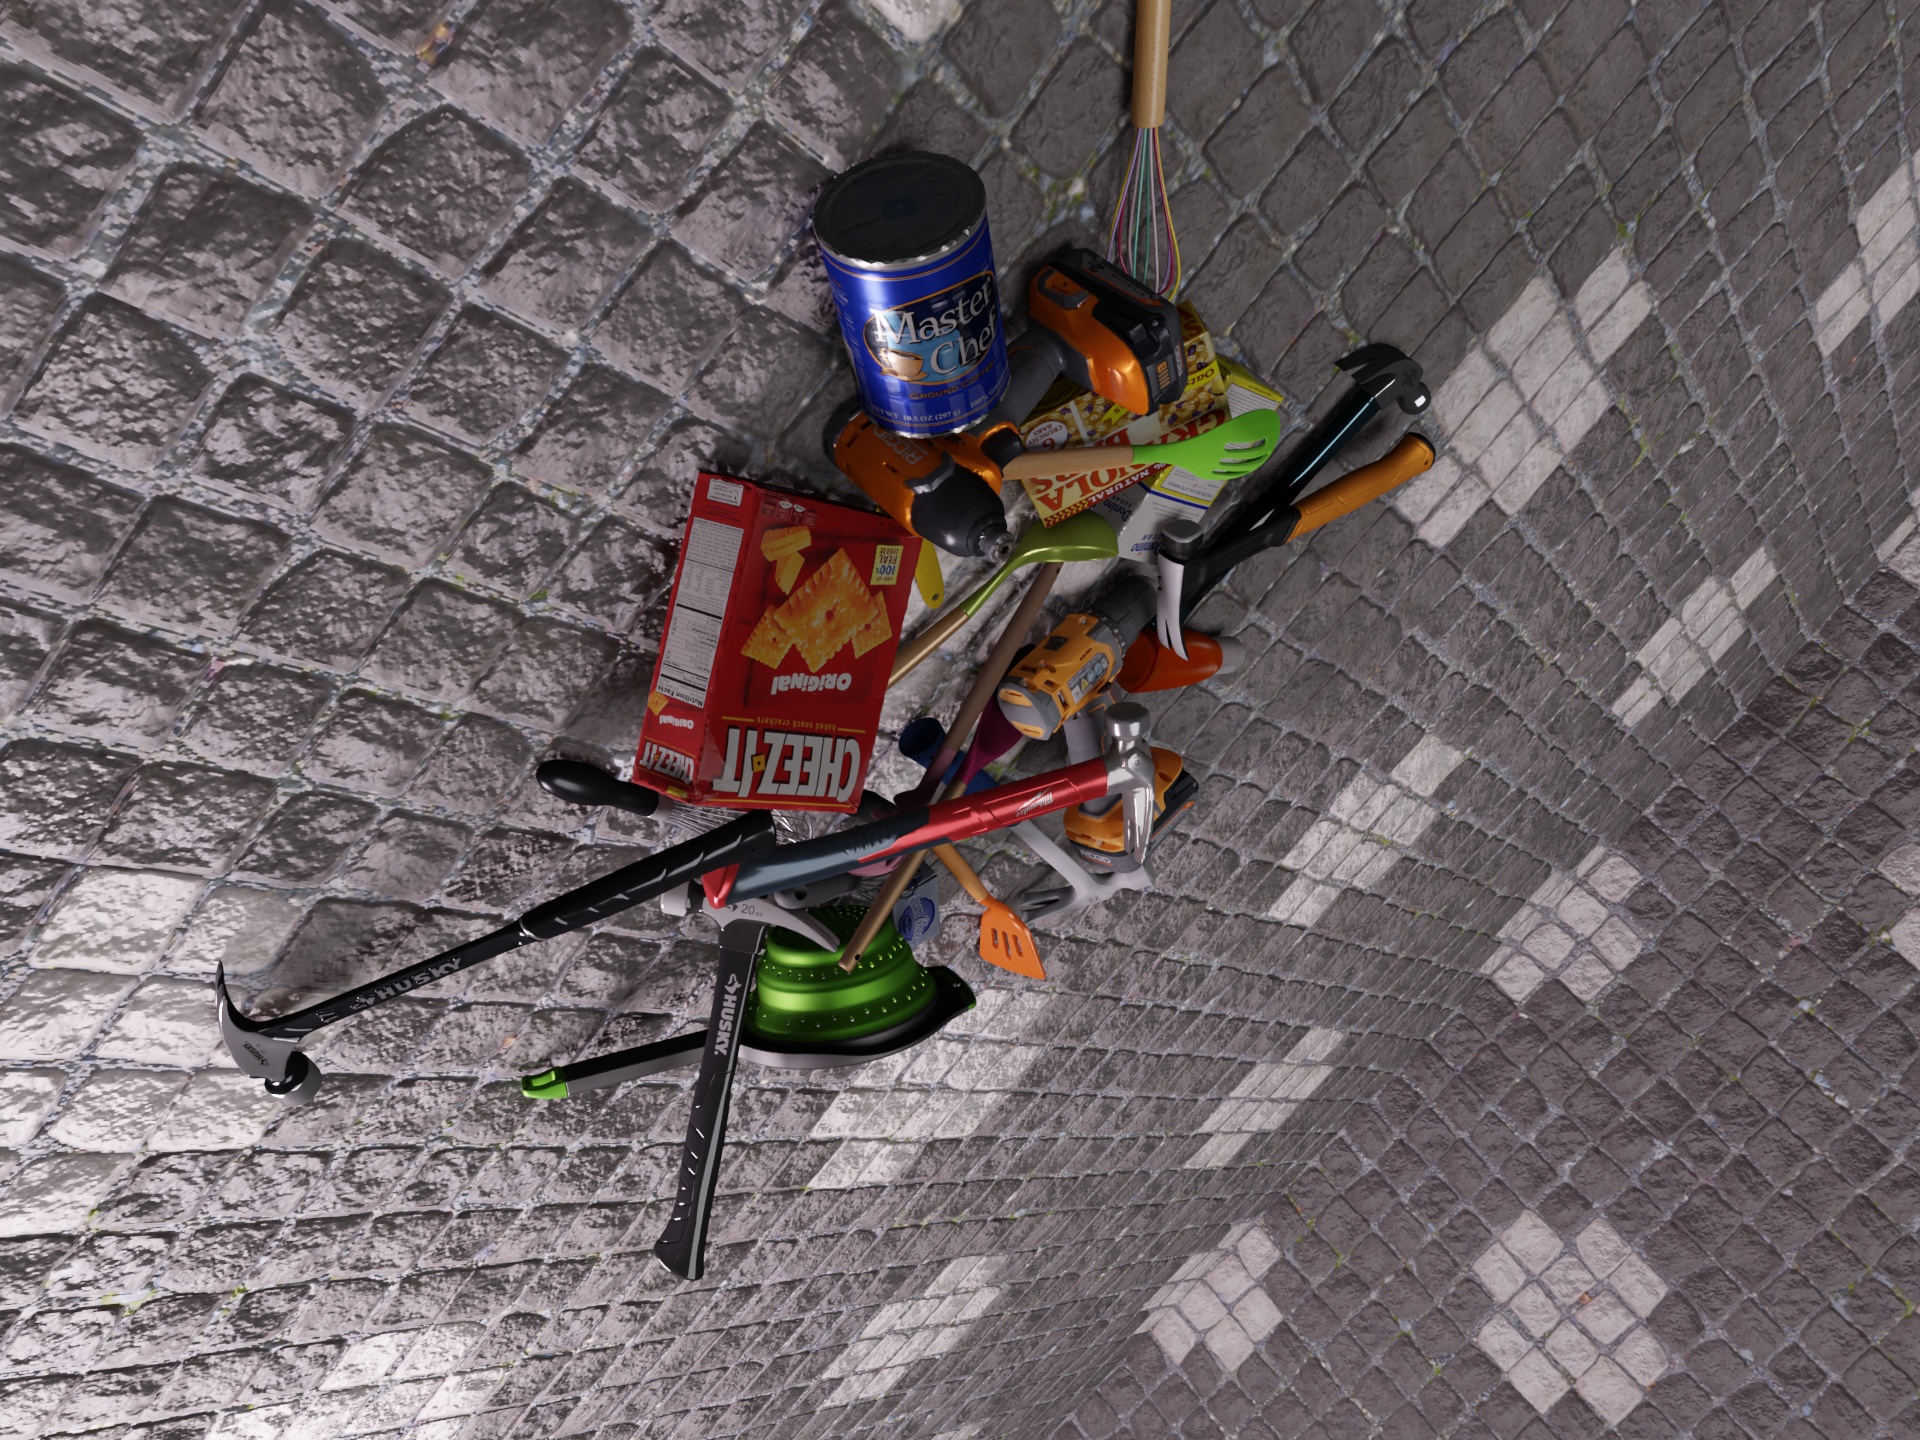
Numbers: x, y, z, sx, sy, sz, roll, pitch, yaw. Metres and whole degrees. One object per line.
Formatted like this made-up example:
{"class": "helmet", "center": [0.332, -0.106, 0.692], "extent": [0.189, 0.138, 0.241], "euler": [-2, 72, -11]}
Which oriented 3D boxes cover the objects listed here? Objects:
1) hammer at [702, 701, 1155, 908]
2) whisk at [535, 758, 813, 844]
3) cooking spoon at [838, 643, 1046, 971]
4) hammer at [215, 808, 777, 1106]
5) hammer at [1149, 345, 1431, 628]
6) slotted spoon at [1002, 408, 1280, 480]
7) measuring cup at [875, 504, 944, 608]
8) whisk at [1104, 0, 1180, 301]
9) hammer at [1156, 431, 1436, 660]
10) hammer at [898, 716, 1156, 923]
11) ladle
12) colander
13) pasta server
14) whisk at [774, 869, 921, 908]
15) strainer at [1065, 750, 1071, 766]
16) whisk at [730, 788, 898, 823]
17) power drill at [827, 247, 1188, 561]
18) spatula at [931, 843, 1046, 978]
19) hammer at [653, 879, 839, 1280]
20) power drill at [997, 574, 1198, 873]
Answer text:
{"class": "hammer", "center": [-0.016, 0.097, 1.279], "extent": [0.386, 0.038, 0.143], "euler": [-15, 118, -21]}
{"class": "whisk", "center": [-0.209, 0.071, 1.216], "extent": [0.284, 0.070, 0.070], "euler": [22, 111, -49]}
{"class": "cooking spoon", "center": [-0.014, 0.073, 1.350], "extent": [0.068, 0.017, 0.319], "euler": [41, 77, -46]}
{"class": "hammer", "center": [-0.322, 0.151, 1.131], "extent": [0.409, 0.036, 0.149], "euler": [-23, 141, -8]}
{"class": "hammer", "center": [0.292, -0.204, 1.442], "extent": [0.331, 0.033, 0.128], "euler": [-47, 148, 7]}
{"class": "slotted spoon", "center": [0.100, -0.190, 1.165], "extent": [0.313, 0.031, 0.070], "euler": [-8, 147, -19]}
{"class": "measuring cup", "center": [-0.023, -0.129, 1.199], "extent": [0.062, 0.029, 0.156], "euler": [-33, 146, -14]}
{"class": "whisk", "center": [0.127, -0.379, 1.060], "extent": [0.051, 0.047, 0.244], "euler": [-53, 153, -38]}
{"class": "hammer", "center": [0.302, -0.173, 1.408], "extent": [0.337, 0.034, 0.127], "euler": [-29, 136, -28]}
{"class": "hammer", "center": [0.049, 0.100, 1.506], "extent": [0.144, 0.035, 0.405], "euler": [-23, 146, 17]}
{"class": "ladle", "center": [-0.009, -0.061, 1.271], "extent": [0.320, 0.062, 0.078], "euler": [-40, 176, 1]}
{"class": "colander", "center": [-0.188, 0.240, 1.389], "extent": [0.397, 0.205, 0.094], "euler": [-12, 104, -16]}
{"class": "pasta server", "center": [-0.002, -0.004, 1.312], "extent": [0.316, 0.040, 0.060], "euler": [-60, 155, -2]}
{"class": "whisk", "center": [-0.096, 0.140, 1.366], "extent": [0.055, 0.055, 0.239], "euler": [-52, 162, 15]}
{"class": "strainer", "center": [0.132, 0.074, 1.588], "extent": [0.258, 0.050, 0.087], "euler": [80, 19, -58]}
{"class": "whisk", "center": [-0.123, 0.050, 1.250], "extent": [0.073, 0.073, 0.295], "euler": [-48, 151, 9]}
{"class": "power drill", "center": [0.043, -0.203, 1.063], "extent": [0.226, 0.164, 0.084], "euler": [-38, 145, -10]}
{"class": "spatula", "center": [0.009, 0.169, 1.559], "extent": [0.041, 0.081, 0.322], "euler": [-63, 148, -20]}
{"class": "hammer", "center": [-0.196, 0.300, 1.306], "extent": [0.035, 0.146, 0.335], "euler": [-77, 178, -83]}
{"class": "power drill", "center": [0.137, -0.001, 1.407], "extent": [0.185, 0.084, 0.226], "euler": [-45, 127, -27]}
